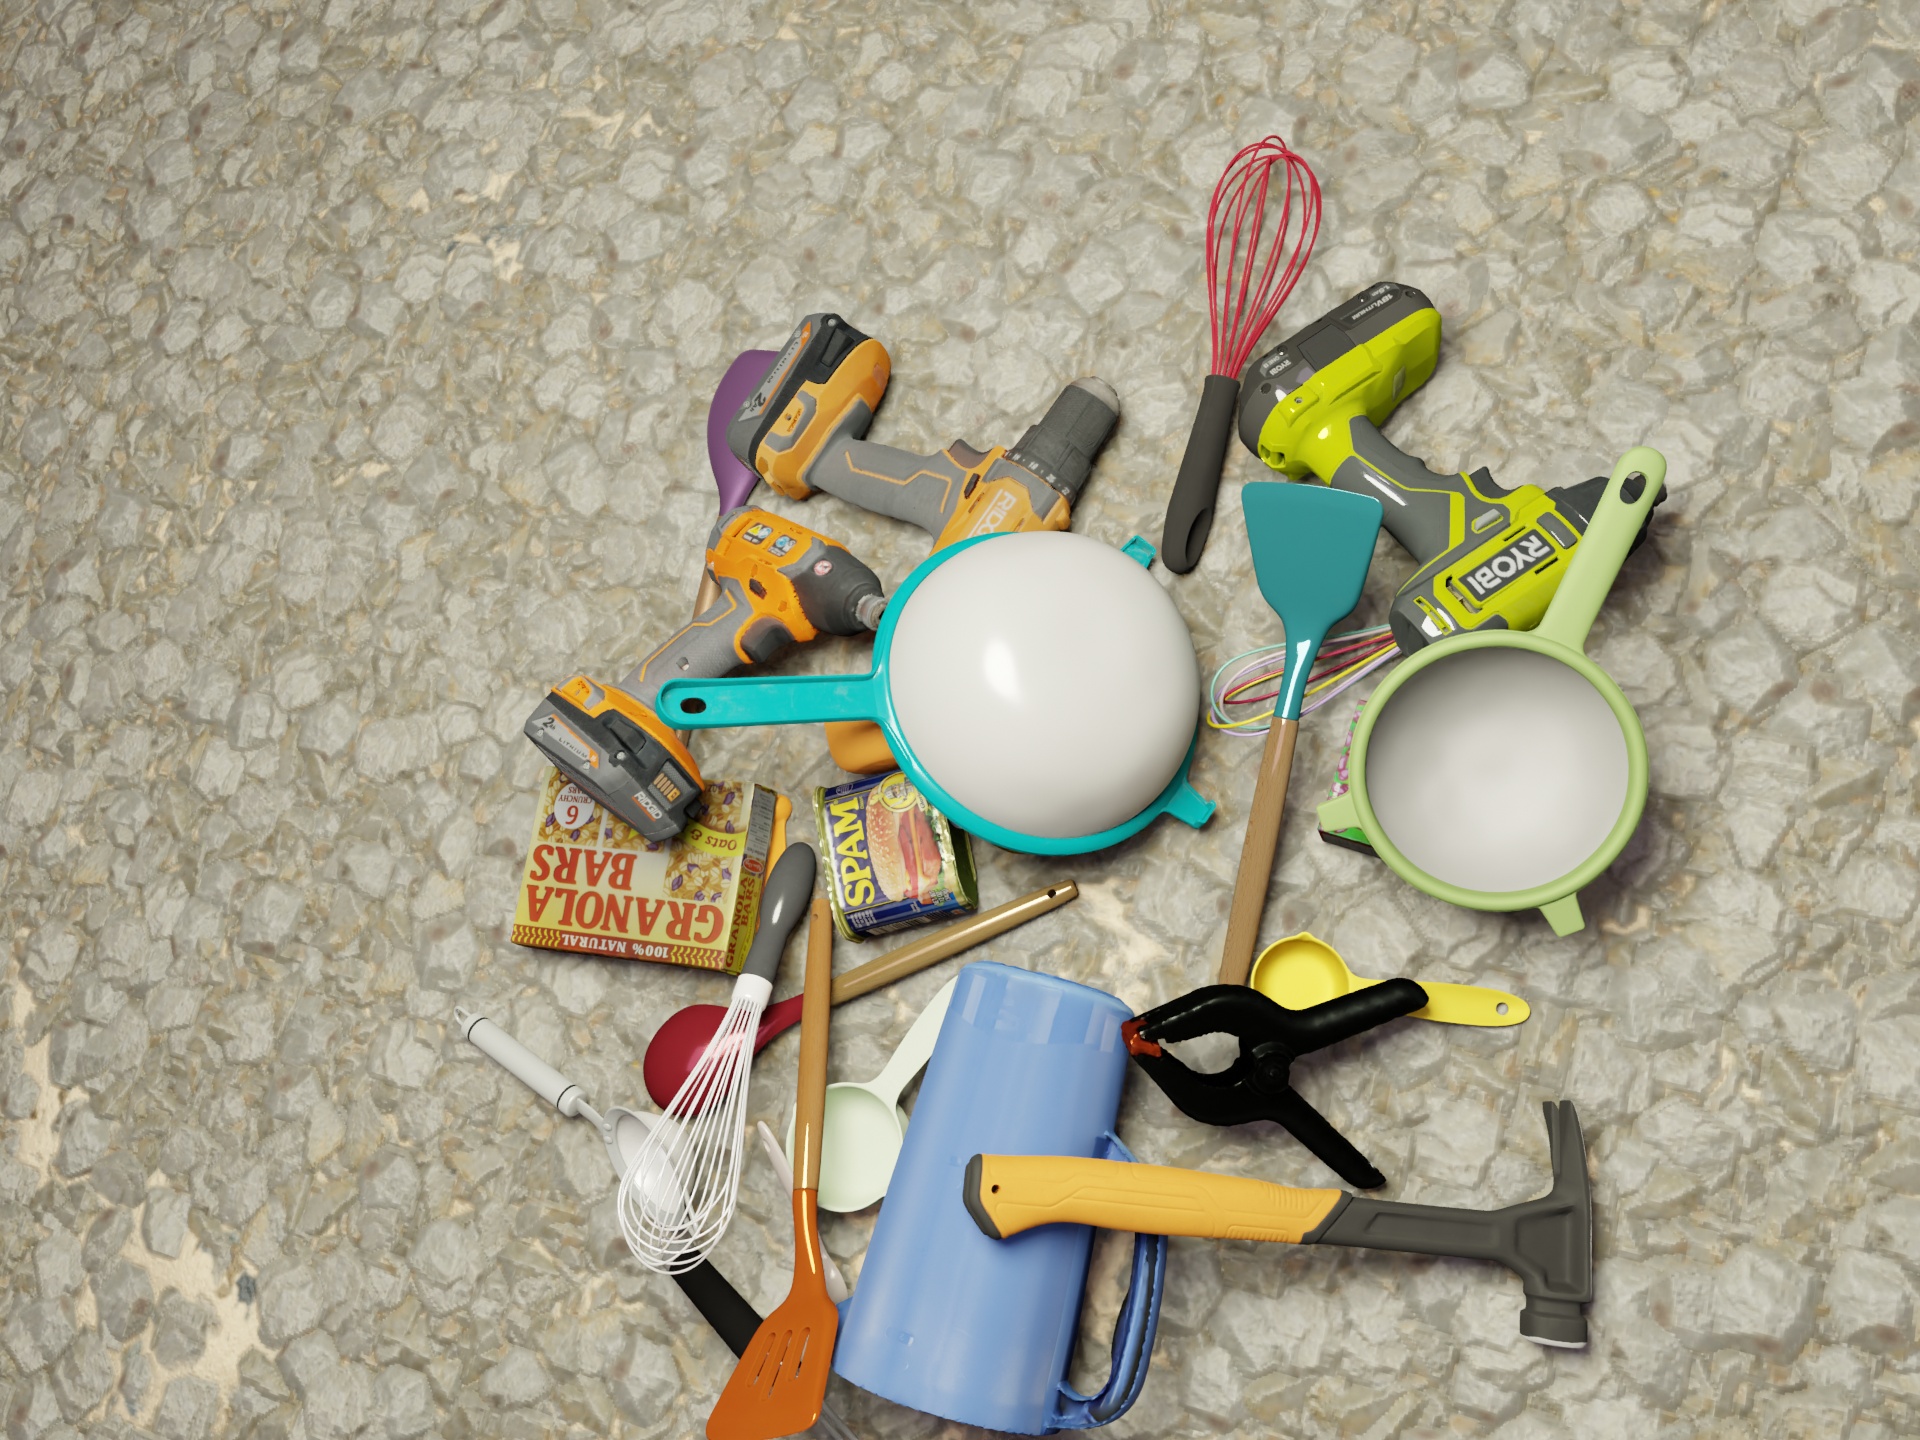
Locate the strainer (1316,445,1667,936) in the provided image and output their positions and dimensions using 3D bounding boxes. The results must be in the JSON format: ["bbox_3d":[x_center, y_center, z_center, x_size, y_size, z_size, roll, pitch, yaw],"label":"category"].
[{"bbox_3d":[0.308,-0.025,0.854,0.151,0.069,0.256,24,102,10],"label":"strainer"}]

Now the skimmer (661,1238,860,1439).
[{"bbox_3d":[-0.036,0.420,0.928,0.364,0.090,0.127,34,114,33],"label":"skimmer"}]

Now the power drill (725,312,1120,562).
[{"bbox_3d":[-0.021,-0.187,1.065,0.226,0.084,0.185,34,87,18],"label":"power drill"}]

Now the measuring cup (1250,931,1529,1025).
[{"bbox_3d":[0.246,0.159,0.921,0.156,0.029,0.062,6,81,7],"label":"measuring cup"}]

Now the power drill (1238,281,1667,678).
[{"bbox_3d":[0.285,-0.149,0.942,0.171,0.080,0.223,-33,63,-4],"label":"power drill"}]

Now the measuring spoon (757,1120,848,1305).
[{"bbox_3d":[-0.101,0.301,0.962,0.018,0.034,0.124,-25,93,-30],"label":"measuring spoon"}]

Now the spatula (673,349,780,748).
[{"bbox_3d":[-0.172,-0.119,1.125,0.060,0.018,0.316,6,77,15],"label":"spatula"}]

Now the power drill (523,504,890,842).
[{"bbox_3d":[-0.153,-0.034,1.023,0.164,0.084,0.226,27,68,42],"label":"power drill"}]

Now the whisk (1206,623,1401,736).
[{"bbox_3d":[0.261,-0.052,0.962,0.245,0.047,0.051,-25,82,5],"label":"whisk"}]

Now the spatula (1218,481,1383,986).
[{"bbox_3d":[0.179,0.024,0.923,0.082,0.044,0.317,12,95,25],"label":"spatula"}]

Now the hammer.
[{"bbox_3d":[0.169,0.253,0.844,0.337,0.034,0.127,6,76,-5],"label":"hammer"}]

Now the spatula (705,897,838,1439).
[{"bbox_3d":[-0.095,0.250,0.935,0.081,0.041,0.323,-21,52,31],"label":"spatula"}]

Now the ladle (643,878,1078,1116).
[{"bbox_3d":[-0.069,0.170,1.013,0.315,0.031,0.069,-25,66,8],"label":"ladle"}]

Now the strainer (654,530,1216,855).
[{"bbox_3d":[0.001,-0.030,0.911,0.340,0.095,0.211,-3,71,-22],"label":"strainer"}]

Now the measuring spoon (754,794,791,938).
[{"bbox_3d":[-0.126,0.106,1.054,0.021,0.011,0.117,-2,75,17],"label":"measuring spoon"}]

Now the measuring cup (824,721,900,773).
[{"bbox_3d":[-0.002,-0.003,1.018,0.173,0.095,0.052,-9,80,-4],"label":"measuring cup"}]

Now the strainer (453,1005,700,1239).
[{"bbox_3d":[-0.246,0.251,1.039,0.259,0.050,0.086,27,129,27],"label":"strainer"}]

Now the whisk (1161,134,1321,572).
[{"bbox_3d":[0.175,-0.237,1.028,0.073,0.073,0.296,13,85,20],"label":"whisk"}]

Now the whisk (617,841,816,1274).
[{"bbox_3d":[-0.137,0.197,0.976,0.070,0.070,0.285,5,55,19],"label":"whisk"}]

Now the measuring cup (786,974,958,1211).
[{"bbox_3d":[-0.039,0.226,0.982,0.083,0.038,0.167,35,86,22],"label":"measuring cup"}]
